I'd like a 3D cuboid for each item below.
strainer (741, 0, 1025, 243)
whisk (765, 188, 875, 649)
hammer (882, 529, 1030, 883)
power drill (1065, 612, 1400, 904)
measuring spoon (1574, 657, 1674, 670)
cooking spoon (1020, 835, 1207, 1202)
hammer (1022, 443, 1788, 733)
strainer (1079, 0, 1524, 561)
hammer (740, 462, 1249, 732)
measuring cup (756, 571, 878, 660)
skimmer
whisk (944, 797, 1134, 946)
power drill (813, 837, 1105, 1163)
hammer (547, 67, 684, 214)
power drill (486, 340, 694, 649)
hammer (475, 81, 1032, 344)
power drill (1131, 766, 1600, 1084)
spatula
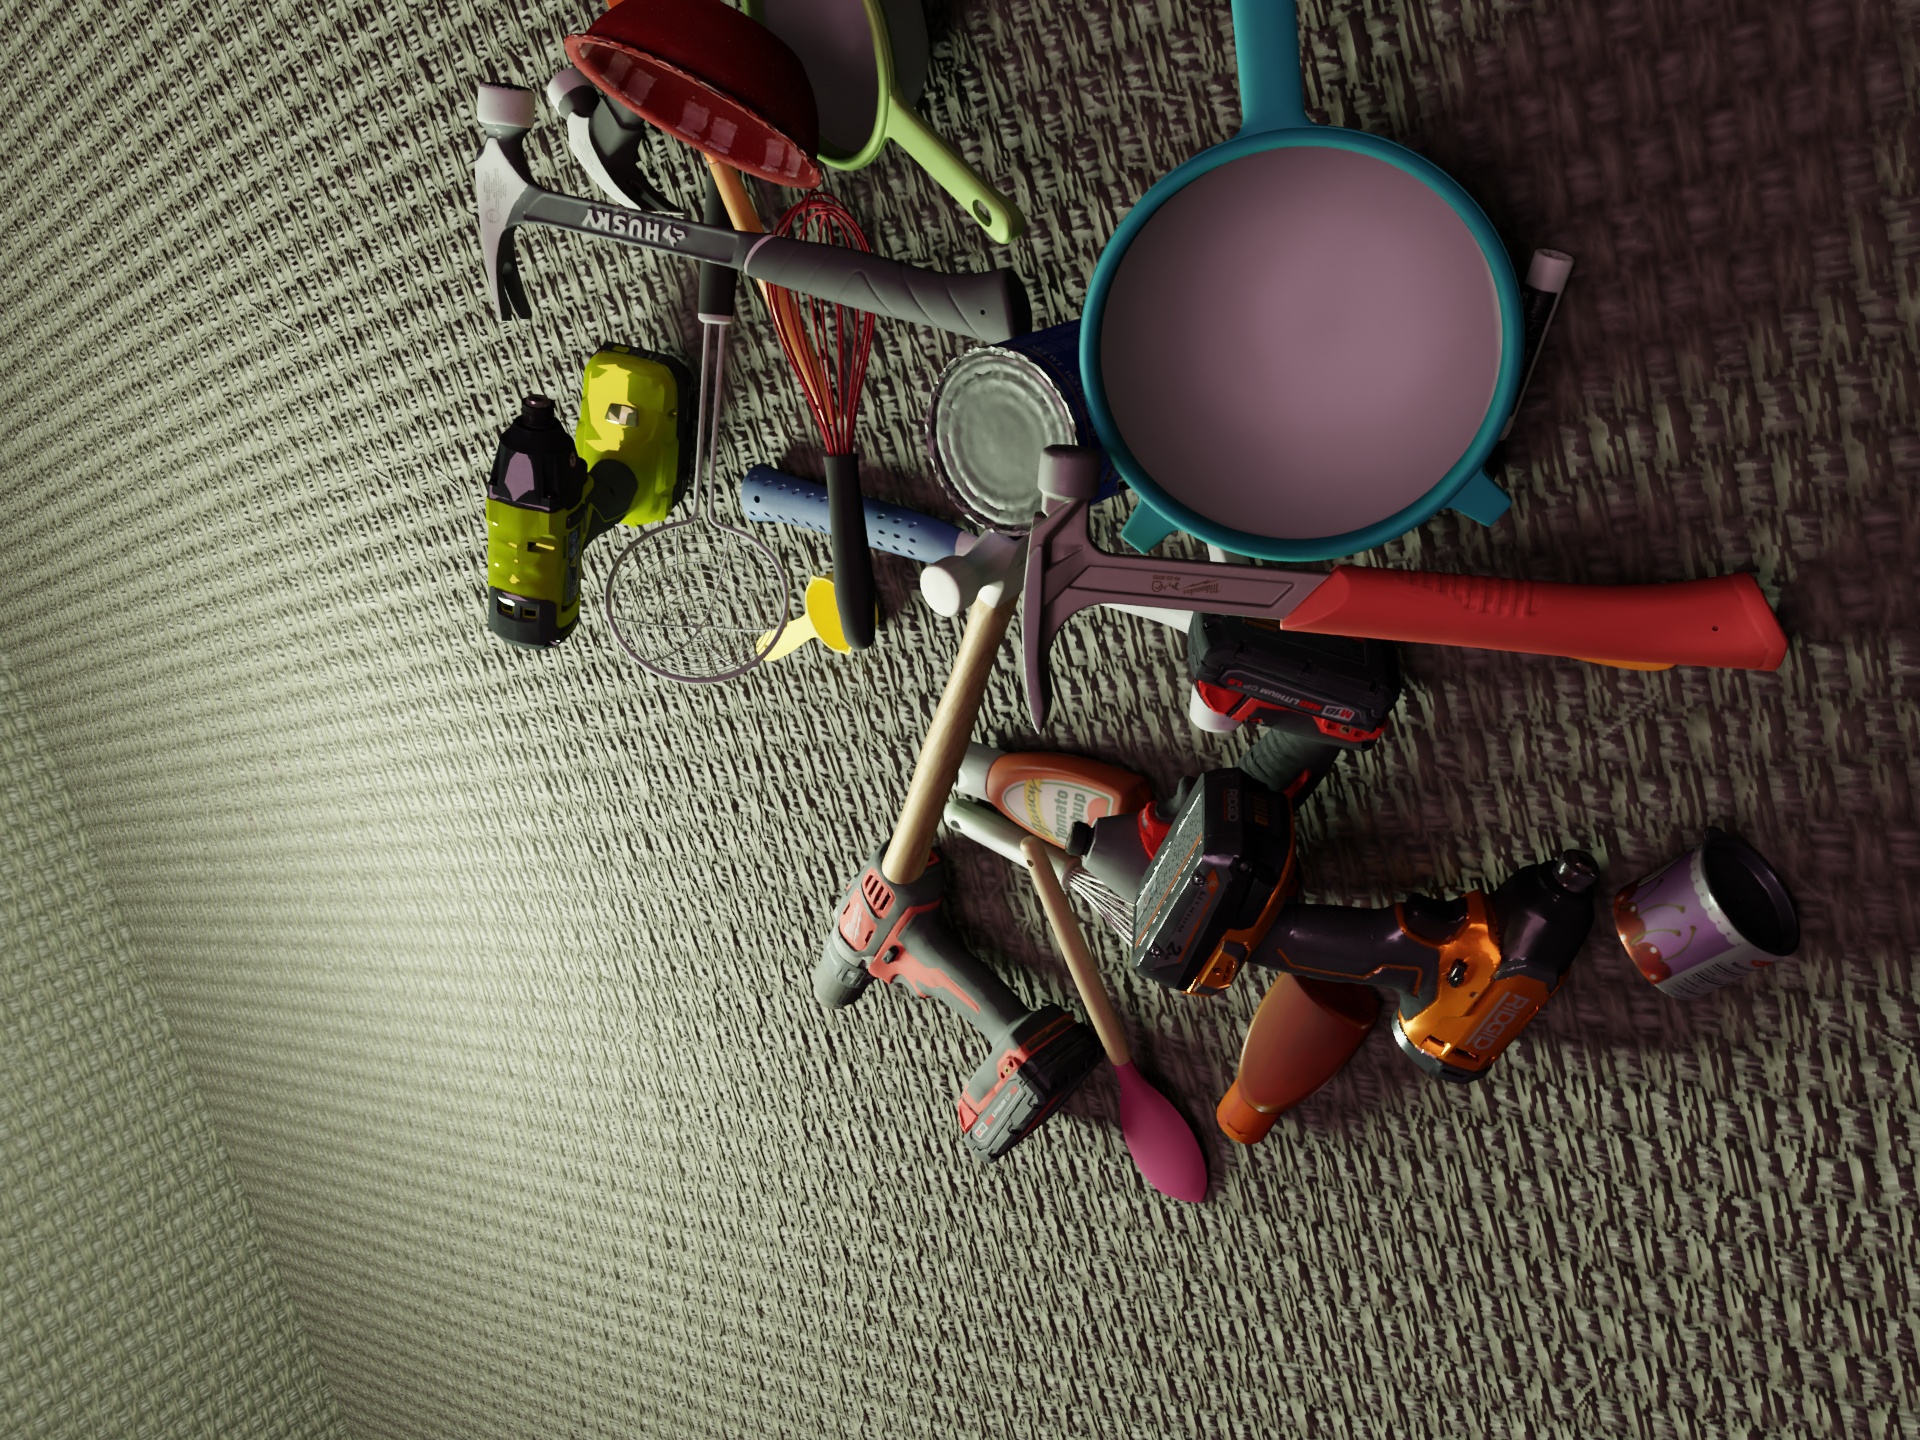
[{"bbox_3d":[-0.029,-0.368,0.911,0.256,0.069,0.151,50,154,19],"label":"strainer"},{"bbox_3d":[-0.080,-0.192,1.033,0.073,0.073,0.295,3,104,41],"label":"whisk"},{"bbox_3d":[-0.002,-0.003,1.009,0.031,0.130,0.331,41,141,19],"label":"hammer"},{"bbox_3d":[0.153,0.030,0.923,0.143,0.079,0.219,16,128,-2],"label":"power drill"},{"bbox_3d":[0.311,-0.042,0.825,0.117,0.011,0.021,15,120,36],"label":"measuring spoon"},{"bbox_3d":[0.102,0.214,1.095,0.069,0.017,0.318,0,121,44],"label":"cooking spoon"},{"bbox_3d":[0.209,-0.049,0.785,0.359,0.037,0.149,6,110,11],"label":"hammer"},{"bbox_3d":[0.161,-0.252,0.779,0.211,0.095,0.340,-3,114,18],"label":"strainer"},{"bbox_3d":[0.011,-0.115,1.039,0.406,0.035,0.144,20,123,34],"label":"hammer"},{"bbox_3d":[-0.109,-0.071,1.181,0.156,0.029,0.062,-19,97,57],"label":"measuring cup"},{"bbox_3d":[-0.170,-0.210,1.076,0.127,0.090,0.363,4,104,-8],"label":"skimmer"},{"bbox_3d":[0.082,0.109,1.080,0.246,0.059,0.057,26,153,35],"label":"whisk"},{"bbox_3d":[-0.018,0.218,1.201,0.227,0.080,0.187,47,134,18],"label":"power drill"},{"bbox_3d":[-0.170,-0.478,1.012,0.334,0.035,0.146,-48,65,41],"label":"hammer"},{"bbox_3d":[-0.260,-0.173,1.110,0.080,0.223,0.171,14,123,5],"label":"power drill"},{"bbox_3d":[-0.141,-0.286,0.983,0.409,0.036,0.149,19,115,23],"label":"hammer"},{"bbox_3d":[0.225,0.106,0.872,0.226,0.084,0.164,18,129,-6],"label":"power drill"},{"bbox_3d":[-0.142,-0.342,1.029,0.081,0.041,0.322,-10,121,22],"label":"spatula"}]
